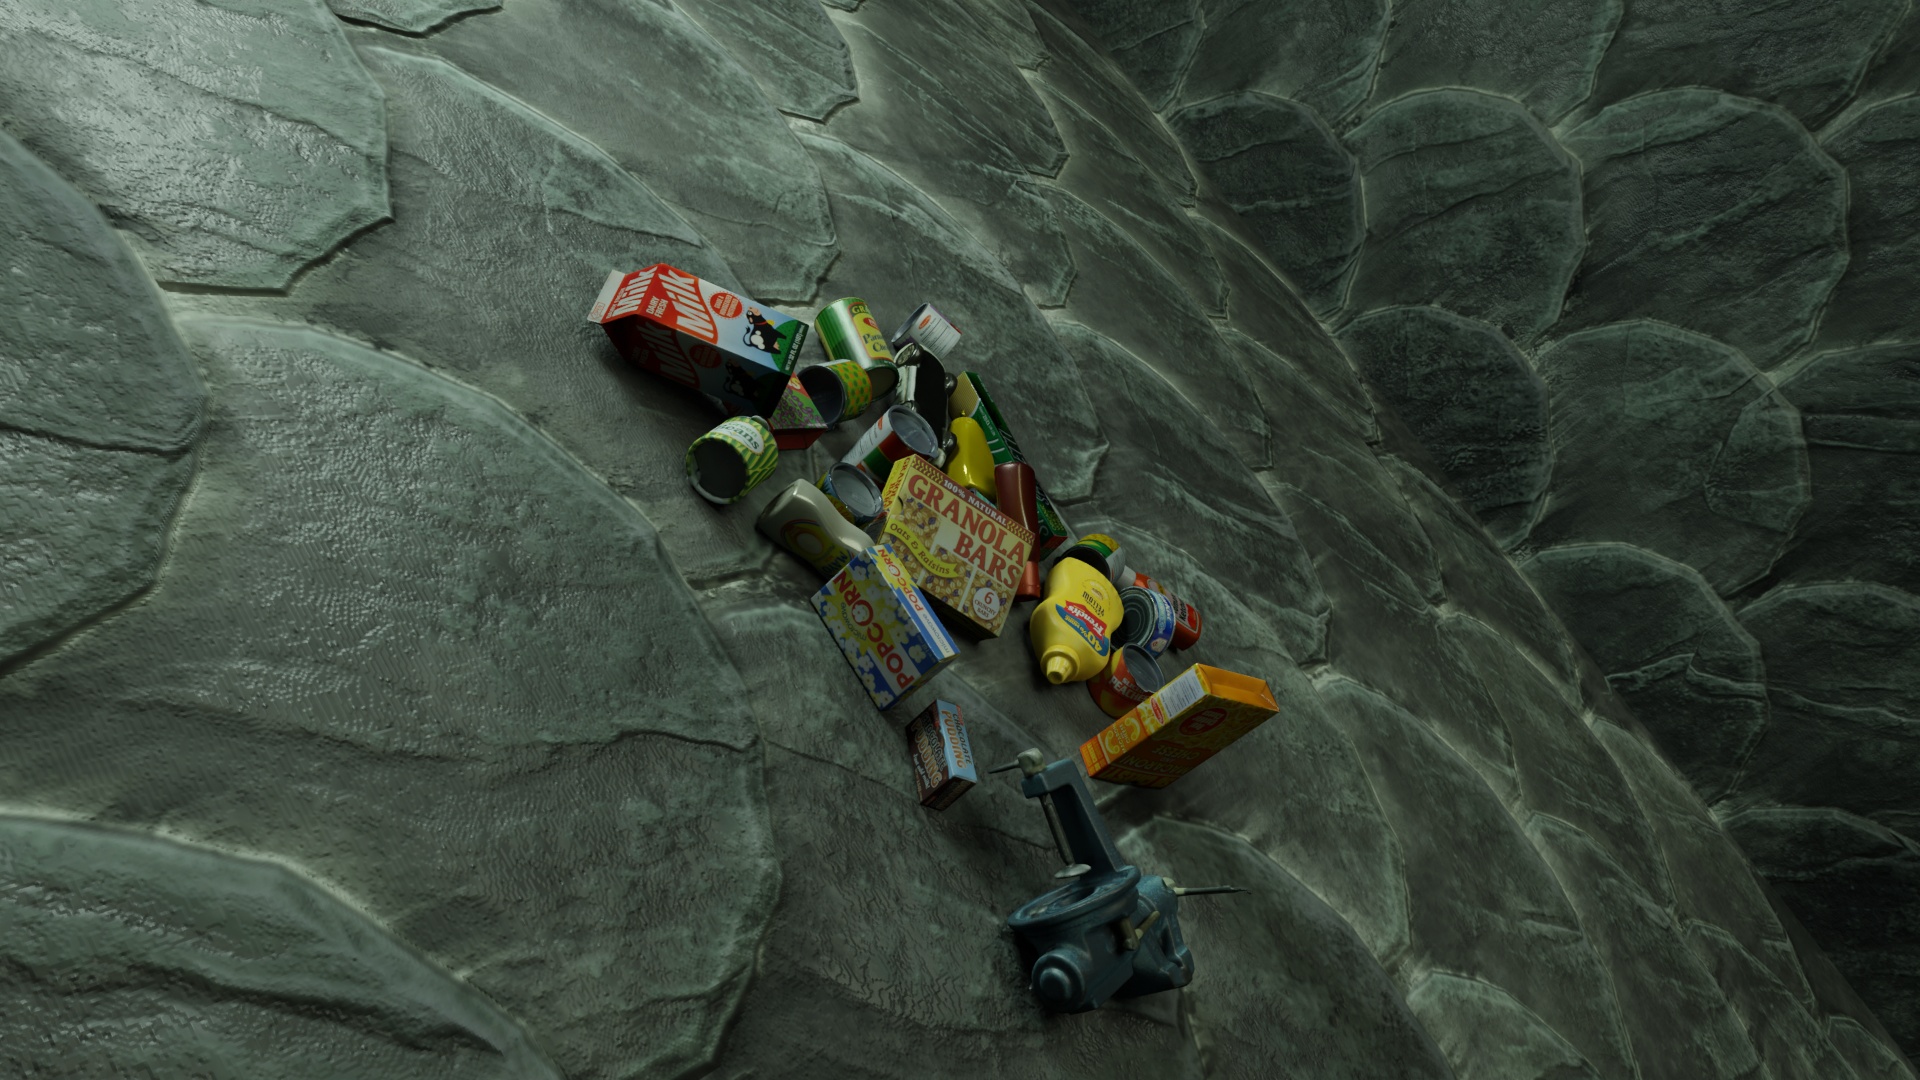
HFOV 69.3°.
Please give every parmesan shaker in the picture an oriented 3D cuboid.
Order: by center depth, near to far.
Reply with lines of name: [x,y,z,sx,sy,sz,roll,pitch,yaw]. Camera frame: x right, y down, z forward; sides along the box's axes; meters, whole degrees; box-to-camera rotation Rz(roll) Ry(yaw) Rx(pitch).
parmesan shaker: [-0.114,-0.211,1.557,0.071,0.071,0.103,9,48,-48]

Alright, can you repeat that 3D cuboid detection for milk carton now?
milk carton: [-0.249,-0.195,1.312,0.190,0.073,0.073,22,52,-11]

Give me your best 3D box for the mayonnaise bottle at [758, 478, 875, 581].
mayonnaise bottle: [-0.115,0.009,1.300,0.148,0.064,0.041,41,33,-19]

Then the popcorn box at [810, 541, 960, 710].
popcorn box: [-0.069,0.077,1.253,0.038,0.085,0.127,-12,64,-56]

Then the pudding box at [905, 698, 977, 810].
pudding box: [-0.017,0.188,1.225,0.030,0.049,0.084,23,38,-35]

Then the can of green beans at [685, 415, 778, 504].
can of green beans: [-0.208,-0.073,1.268,0.071,0.071,0.058,46,30,-3]

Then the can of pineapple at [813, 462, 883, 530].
can of pineapple: [-0.118,-0.032,1.345,0.071,0.057,0.071,33,33,-24]

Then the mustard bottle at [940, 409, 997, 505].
mustard bottle: [0.007,-0.096,1.595,0.065,0.048,0.161,40,28,-32]

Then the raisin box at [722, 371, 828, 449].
raisin box: [-0.199,-0.150,1.398,0.086,0.040,0.123,-9,63,-55]

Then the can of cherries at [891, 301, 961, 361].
can of cherries: [-0.041,-0.249,1.699,0.058,0.071,0.072,40,30,-14]

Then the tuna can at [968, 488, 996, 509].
tuna can: [0.005,-0.019,1.485,0.033,0.071,0.071,40,30,-16]

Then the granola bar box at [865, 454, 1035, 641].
granola bar box: [-0.012,0.008,1.401,0.165,0.039,0.125,33,62,-24]

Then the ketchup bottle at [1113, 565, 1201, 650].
ketchup bottle: [0.227,0.073,1.691,0.148,0.043,0.065,35,32,-21]

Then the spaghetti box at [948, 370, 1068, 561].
spaghetti box: [0.050,-0.091,1.645,0.029,0.050,0.251,4,52,-49]

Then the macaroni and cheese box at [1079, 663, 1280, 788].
macaroni and cheese box: [0.223,0.193,1.416,0.124,0.165,0.040,17,42,-42]

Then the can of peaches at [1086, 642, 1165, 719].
can of peaches: [0.180,0.155,1.516,0.071,0.058,0.071,33,33,-25]

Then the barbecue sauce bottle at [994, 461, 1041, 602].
barbecue sauce bottle: [0.064,-0.008,1.525,0.065,0.043,0.149,41,43,-67]

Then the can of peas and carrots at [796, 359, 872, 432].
can of peas and carrots: [-0.134,-0.153,1.462,0.071,0.070,0.059,52,29,7]

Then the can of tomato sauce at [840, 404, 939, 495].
can of tomato sauce: [-0.073,-0.088,1.446,0.071,0.082,0.071,33,33,-25]

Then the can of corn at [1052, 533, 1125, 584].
can of corn: [0.151,0.030,1.621,0.071,0.071,0.058,50,29,4]
